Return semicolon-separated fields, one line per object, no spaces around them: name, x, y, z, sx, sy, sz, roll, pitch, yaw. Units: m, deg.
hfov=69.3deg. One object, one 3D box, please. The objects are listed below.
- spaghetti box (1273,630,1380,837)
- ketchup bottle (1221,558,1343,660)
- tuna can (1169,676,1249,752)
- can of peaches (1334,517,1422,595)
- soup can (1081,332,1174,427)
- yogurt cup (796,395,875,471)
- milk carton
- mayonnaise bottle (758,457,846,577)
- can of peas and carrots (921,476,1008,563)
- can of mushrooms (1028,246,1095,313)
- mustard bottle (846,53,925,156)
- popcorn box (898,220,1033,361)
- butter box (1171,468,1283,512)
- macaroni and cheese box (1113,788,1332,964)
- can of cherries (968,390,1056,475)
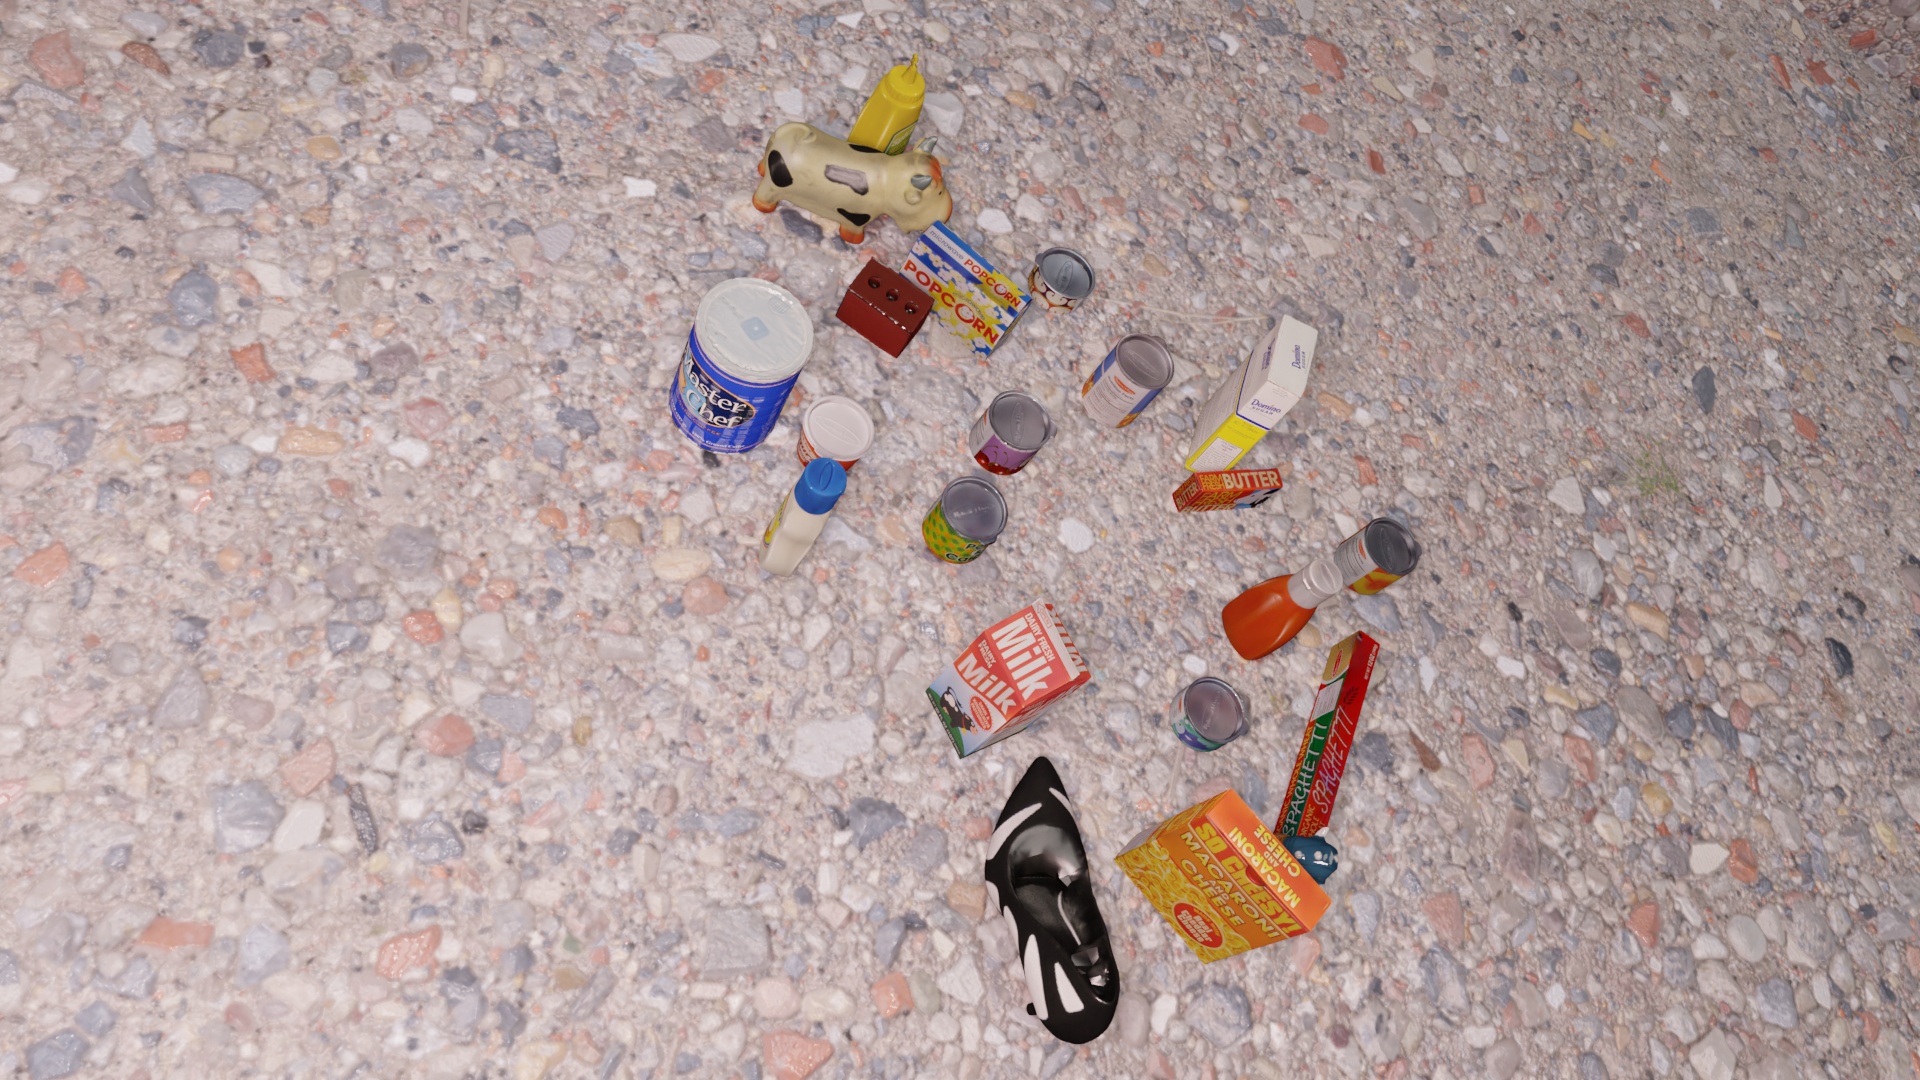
spaghetti box;0.352;0.199;1.341;0.028;0.050;0.251;31;58;-6
ketchup bottle;0.309;0.063;1.332;0.044;0.148;0.065;-15;72;-28
tuna can;0.236;0.167;1.319;0.071;0.032;0.071;9;62;-18
can of peaches;0.439;0.018;1.462;0.071;0.057;0.071;9;62;-18
soup can;0.172;-0.165;1.426;0.071;0.083;0.071;9;62;-18
yogurt cup;-0.119;-0.093;1.288;0.072;0.053;0.072;9;62;-18
milk carton;0.045;0.114;1.172;0.074;0.189;0.072;-20;74;-29
mayonnaise bottle;-0.135;-0.023;1.191;0.041;0.147;0.065;21;59;-12
can of peas and carrots;0.005;-0.016;1.298;0.071;0.058;0.071;9;62;-18
can of mushrooms;0.106;-0.279;1.485;0.071;0.033;0.071;9;62;-18
mustard bottle;-0.071;-0.434;1.413;0.049;0.159;0.065;45;58;3
popcorn box;0.001;-0.250;1.397;0.127;0.085;0.038;40;57;0
butter box;0.275;-0.052;1.431;0.104;0.053;0.024;-4;67;-24
macaroni and cheese box;0.217;0.287;1.172;0.040;0.165;0.124;-38;84;-32
can of cherries;0.051;-0.103;1.360;0.071;0.058;0.072;9;62;-18
